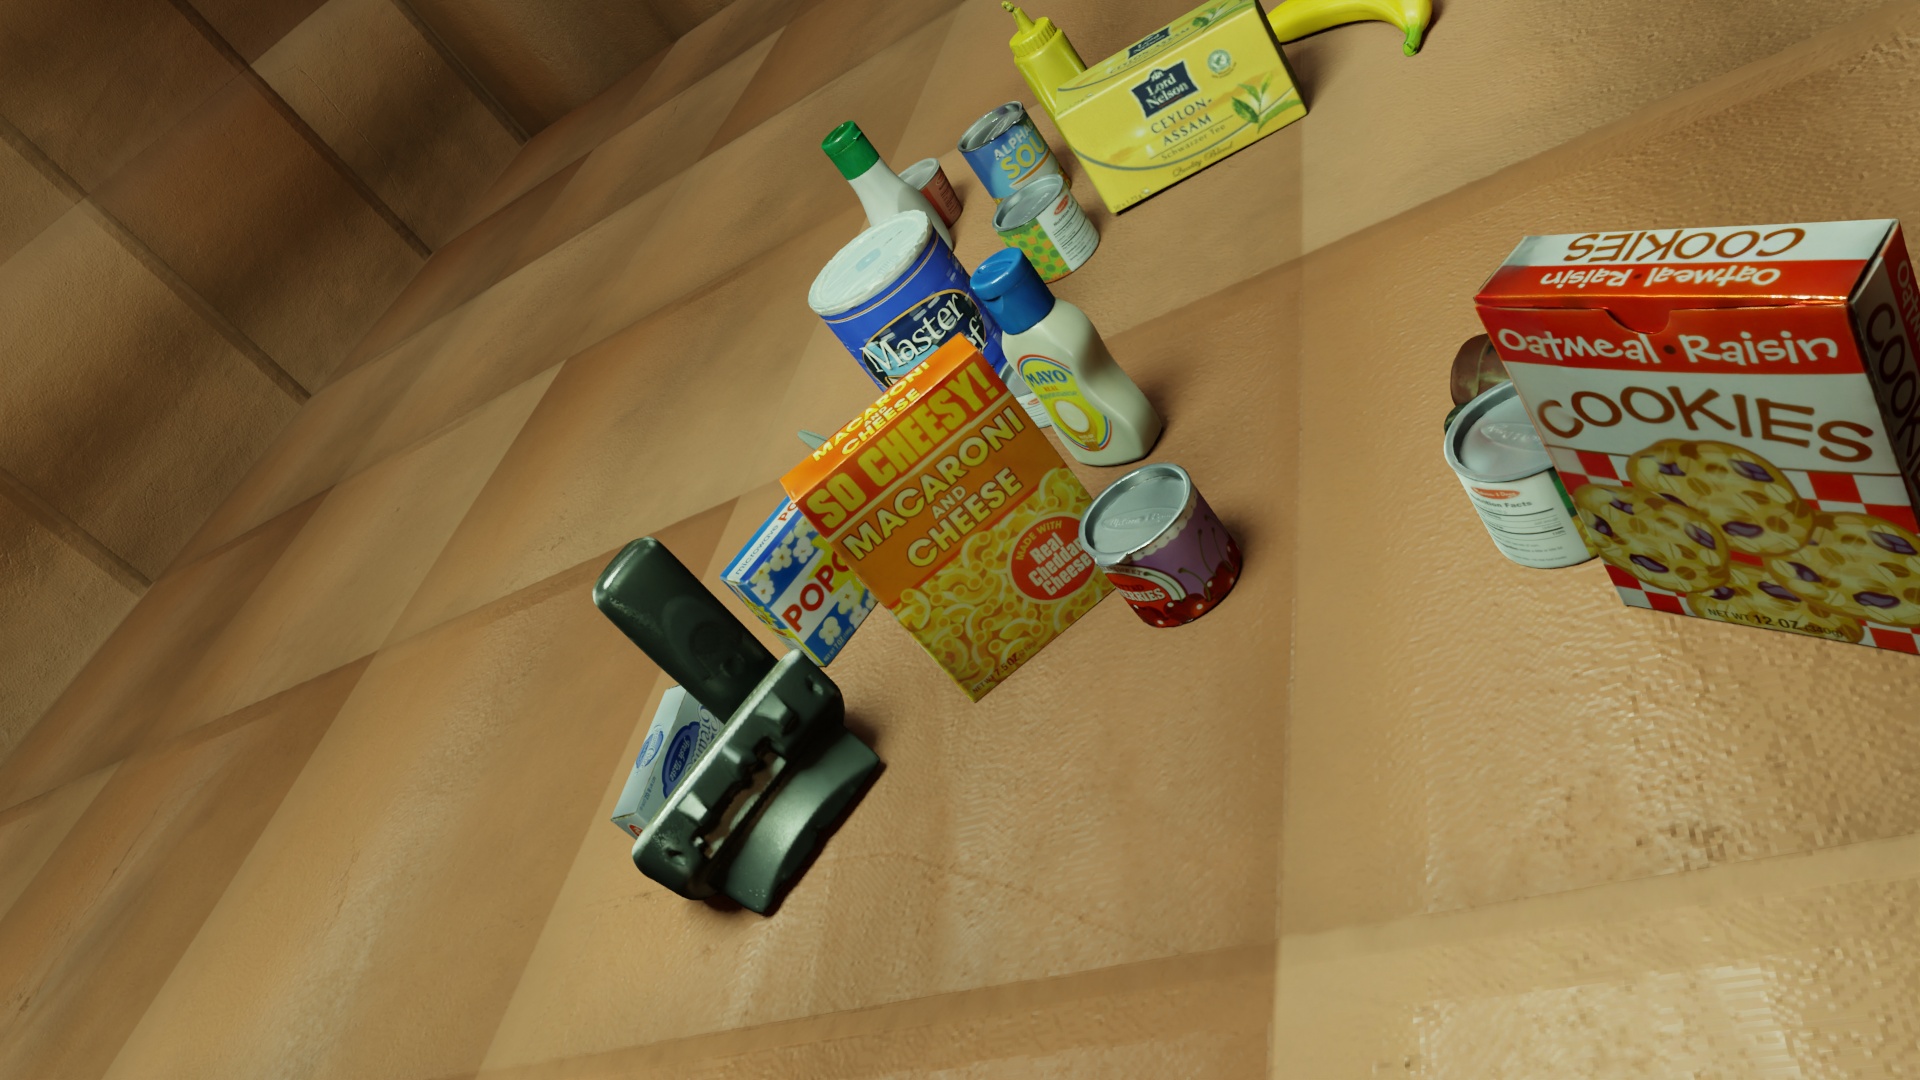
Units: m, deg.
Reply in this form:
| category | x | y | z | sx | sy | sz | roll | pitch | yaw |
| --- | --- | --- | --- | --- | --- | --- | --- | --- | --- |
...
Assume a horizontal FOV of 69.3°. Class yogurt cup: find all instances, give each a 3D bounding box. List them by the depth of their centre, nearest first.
| category | x | y | z | sx | sy | sz | roll | pitch | yaw |
| --- | --- | --- | --- | --- | --- | --- | --- | --- | --- |
| yogurt cup | -0.035 | -0.321 | 1.316 | 0.072 | 0.053 | 0.073 | -28 | 32 | 19 |

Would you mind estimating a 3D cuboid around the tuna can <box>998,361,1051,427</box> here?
| category | x | y | z | sx | sy | sz | roll | pitch | yaw |
| --- | --- | --- | --- | --- | --- | --- | --- | --- | --- |
| tuna can | 0.061 | -0.112 | 0.953 | 0.071 | 0.032 | 0.071 | -28 | 32 | 19 |

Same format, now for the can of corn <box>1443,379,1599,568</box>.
| category | x | y | z | sx | sy | sz | roll | pitch | yaw |
| --- | --- | --- | --- | --- | --- | --- | --- | --- | --- |
| can of corn | 0.256 | -0.032 | 0.605 | 0.071 | 0.058 | 0.071 | -28 | 32 | 20 |

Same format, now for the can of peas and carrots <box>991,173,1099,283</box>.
| category | x | y | z | sx | sy | sz | roll | pitch | yaw |
| --- | --- | --- | --- | --- | --- | --- | --- | --- | --- |
| can of peas and carrots | 0.066 | -0.246 | 1.100 | 0.071 | 0.058 | 0.071 | -28 | 32 | 20 |

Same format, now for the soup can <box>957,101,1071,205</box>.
| category | x | y | z | sx | sy | sz | roll | pitch | yaw |
| --- | --- | --- | --- | --- | --- | --- | --- | --- | --- |
| soup can | 0.049 | -0.325 | 1.200 | 0.071 | 0.083 | 0.072 | -28 | 32 | 20 |

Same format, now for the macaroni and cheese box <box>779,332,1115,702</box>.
| category | x | y | z | sx | sy | sz | roll | pitch | yaw |
| --- | --- | --- | --- | --- | --- | --- | --- | --- | --- |
| macaroni and cheese box | 0.003 | -0.009 | 0.747 | 0.124 | 0.166 | 0.040 | -40 | 30 | 0 |

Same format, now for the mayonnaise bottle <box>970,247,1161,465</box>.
| category | x | y | z | sx | sy | sz | roll | pitch | yaw |
| --- | --- | --- | --- | --- | --- | --- | --- | --- | --- |
| mayonnaise bottle | 0.060 | -0.108 | 0.833 | 0.064 | 0.147 | 0.041 | -1 | 47 | 47 |

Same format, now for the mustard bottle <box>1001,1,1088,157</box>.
| category | x | y | z | sx | sy | sz | roll | pitch | yaw |
| --- | --- | --- | --- | --- | --- | --- | --- | --- | --- |
| mustard bottle | 0.084 | -0.387 | 1.167 | 0.049 | 0.160 | 0.065 | -35 | 30 | 8 |

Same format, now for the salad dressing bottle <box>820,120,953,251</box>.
| category | x | y | z | sx | sy | sz | roll | pitch | yaw |
| --- | --- | --- | --- | --- | --- | --- | --- | --- | --- |
| salad dressing bottle | -0.065 | -0.303 | 1.233 | 0.044 | 0.147 | 0.064 | -9 | 42 | 42 |

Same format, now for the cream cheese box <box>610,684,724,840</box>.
| category | x | y | z | sx | sy | sz | roll | pitch | yaw |
| --- | --- | --- | --- | --- | --- | --- | --- | --- | --- |
| cream cheese box | -0.172 | 0.142 | 0.850 | 0.024 | 0.053 | 0.104 | -21 | 35 | 29 |

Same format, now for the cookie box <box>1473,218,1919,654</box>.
| category | x | y | z | sx | sy | sz | roll | pitch | yaw |
| --- | --- | --- | --- | --- | --- | --- | --- | --- | --- |
| cookie box | 0.270 | -0.033 | 0.482 | 0.040 | 0.167 | 0.123 | -51 | 32 | -18 |

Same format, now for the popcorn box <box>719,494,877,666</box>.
| category | x | y | z | sx | sy | sz | roll | pitch | yaw |
| --- | --- | --- | --- | --- | --- | --- | --- | --- | --- |
| popcorn box | -0.084 | 0.007 | 0.903 | 0.038 | 0.085 | 0.127 | 8 | 54 | 52 |

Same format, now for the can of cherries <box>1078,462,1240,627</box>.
| category | x | y | z | sx | sy | sz | roll | pitch | yaw |
| --- | --- | --- | --- | --- | --- | --- | --- | --- | --- |
| can of cherries | 0.103 | 0.004 | 0.725 | 0.071 | 0.058 | 0.072 | -28 | 32 | 20 |
